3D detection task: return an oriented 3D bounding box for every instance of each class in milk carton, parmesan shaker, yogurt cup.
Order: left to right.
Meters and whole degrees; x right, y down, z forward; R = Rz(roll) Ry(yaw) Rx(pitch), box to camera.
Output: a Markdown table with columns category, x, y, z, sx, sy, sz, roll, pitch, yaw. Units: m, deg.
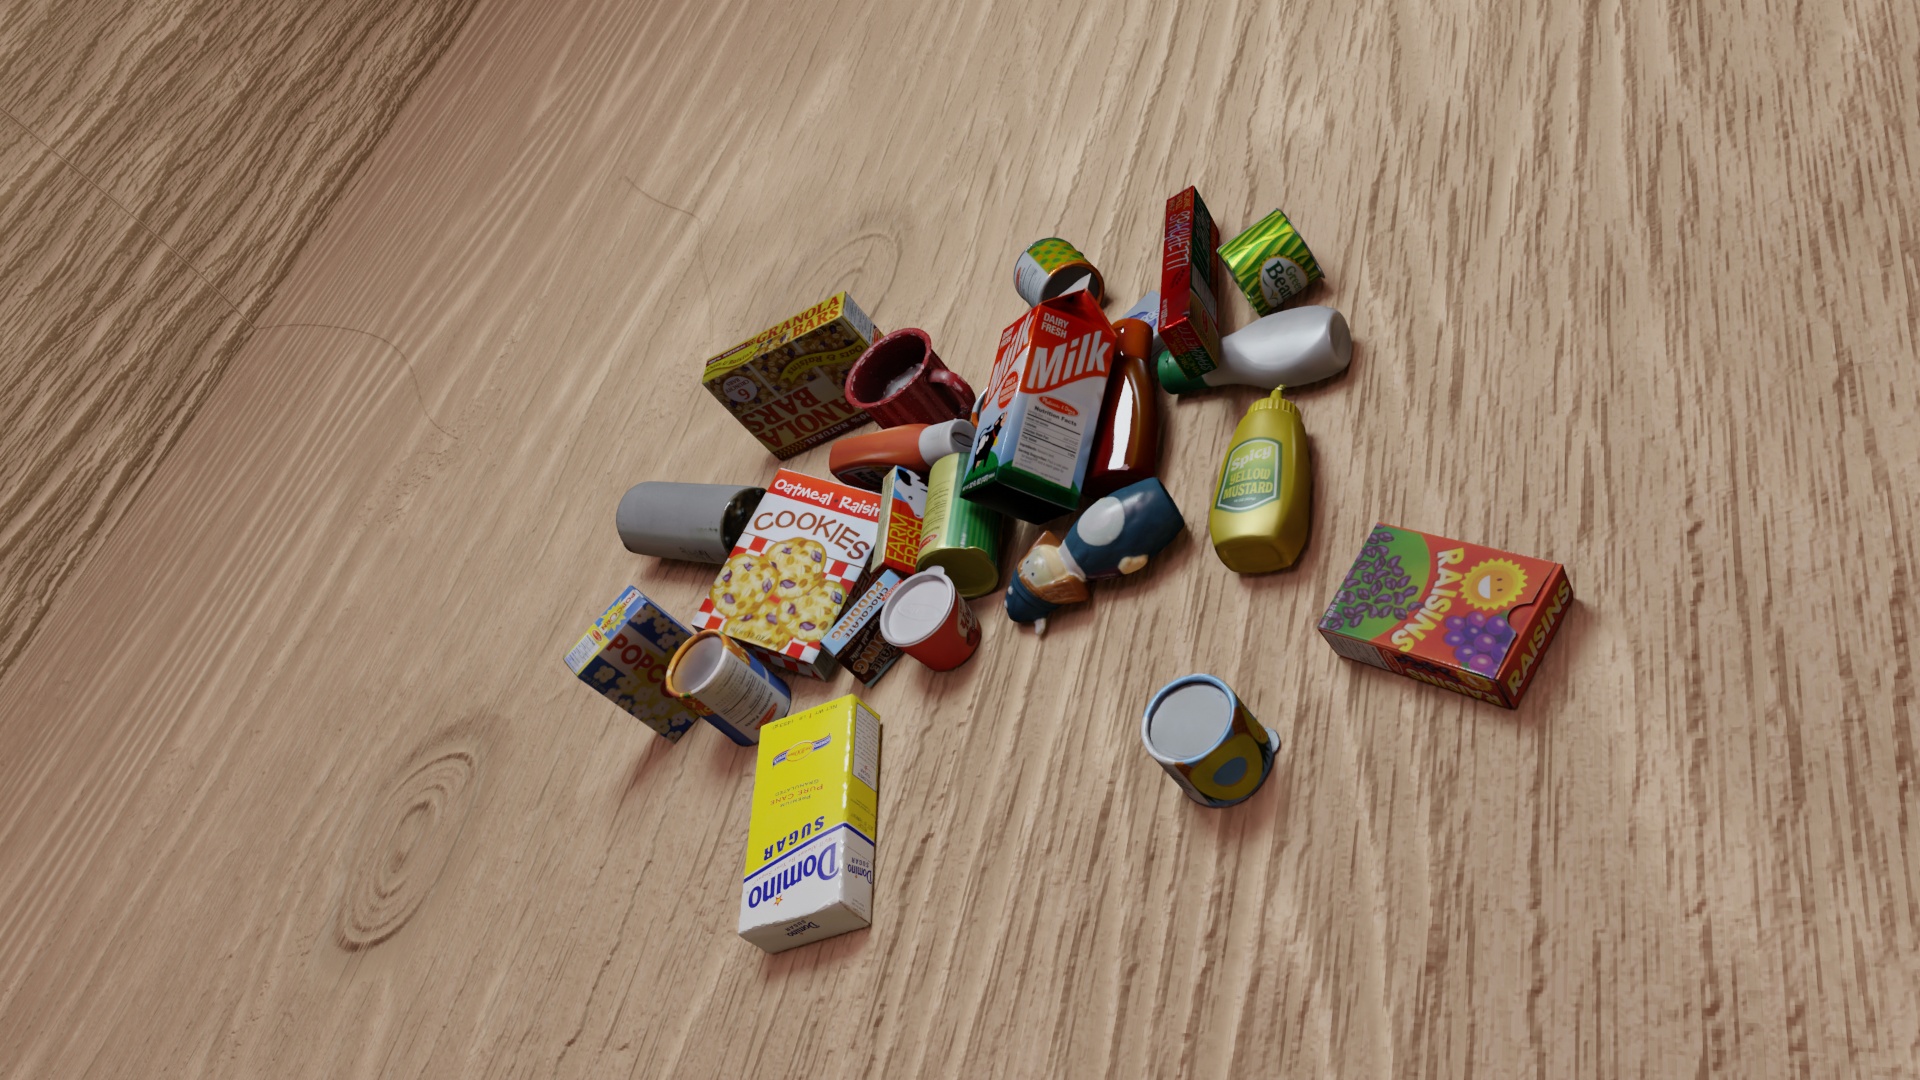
| category | x | y | z | sx | sy | sz | roll | pitch | yaw |
| --- | --- | --- | --- | --- | --- | --- | --- | --- | --- |
| yogurt cup | -0.021 | 0.065 | 1.081 | 0.072 | 0.053 | 0.073 | -23 | 43 | 23 |
| parmesan shaker | 0.004 | -0.014 | 1.122 | 0.071 | 0.071 | 0.103 | -18 | 45 | 28 |
| milk carton | 0.066 | -0.116 | 1.092 | 0.072 | 0.073 | 0.191 | -22 | 51 | 65 |

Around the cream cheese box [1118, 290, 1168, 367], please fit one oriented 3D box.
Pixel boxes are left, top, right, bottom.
| category | x | y | z | sx | sy | sz | roll | pitch | yaw |
| --- | --- | --- | --- | --- | --- | --- | --- | --- | --- |
| cream cheese box | 0.143 | -0.163 | 1.175 | 0.104 | 0.024 | 0.053 | -42 | 38 | 1 |

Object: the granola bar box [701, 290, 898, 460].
| category | x | y | z | sx | sy | sz | roll | pitch | yaw |
| --- | --- | --- | --- | --- | --- | --- | --- | --- | --- |
| granola bar box | -0.143 | -0.153 | 1.328 | 0.165 | 0.124 | 0.039 | -22 | 44 | 24 |

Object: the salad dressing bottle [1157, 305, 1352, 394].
| category | x | y | z | sx | sy | sz | roll | pitch | yaw |
| --- | --- | --- | --- | --- | --- | --- | --- | --- | --- |
| salad dressing bottle | 0.225 | -0.143 | 1.074 | 0.147 | 0.044 | 0.064 | -7 | 51 | 38 |

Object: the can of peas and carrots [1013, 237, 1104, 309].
| category | x | y | z | sx | sy | sz | roll | pitch | yaw |
| --- | --- | --- | --- | --- | --- | --- | --- | --- | --- |
| can of peas and carrots | 0.091 | -0.232 | 1.251 | 0.071 | 0.070 | 0.059 | -39 | 39 | 5 |

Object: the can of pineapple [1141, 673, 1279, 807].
| category | x | y | z | sx | sy | sz | roll | pitch | yaw |
| --- | --- | --- | --- | --- | --- | --- | --- | --- | --- |
| can of pineapple | 0.157 | 0.124 | 0.875 | 0.071 | 0.057 | 0.071 | -23 | 43 | 23 |

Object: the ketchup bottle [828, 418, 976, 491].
| category | x | y | z | sx | sy | sz | roll | pitch | yaw |
| --- | --- | --- | --- | --- | --- | --- | --- | --- | --- |
| ketchup bottle | -0.047 | -0.076 | 1.208 | 0.148 | 0.065 | 0.043 | -10 | 67 | 47 |

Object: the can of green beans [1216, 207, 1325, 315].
| category | x | y | z | sx | sy | sz | roll | pitch | yaw |
| --- | --- | --- | --- | --- | --- | --- | --- | --- | --- |
| can of green beans | 0.246 | -0.222 | 1.109 | 0.057 | 0.071 | 0.071 | -34 | 40 | 12 |

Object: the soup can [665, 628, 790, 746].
| category | x | y | z | sx | sy | sz | roll | pitch | yaw |
| --- | --- | --- | --- | --- | --- | --- | --- | --- | --- |
| soup can | -0.194 | 0.121 | 1.153 | 0.071 | 0.083 | 0.072 | -23 | 43 | 23 |

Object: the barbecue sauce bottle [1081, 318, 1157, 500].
| category | x | y | z | sx | sy | sz | roll | pitch | yaw |
| --- | --- | --- | --- | --- | --- | --- | --- | --- | --- |
| barbecue sauce bottle | 0.128 | -0.106 | 1.103 | 0.064 | 0.043 | 0.149 | -14 | 56 | 40 |

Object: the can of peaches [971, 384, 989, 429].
| category | x | y | z | sx | sy | sz | roll | pitch | yaw |
| --- | --- | --- | --- | --- | --- | --- | --- | --- | --- |
| can of peaches | 0.053 | -0.100 | 1.167 | 0.071 | 0.058 | 0.071 | -23 | 42 | 23 |

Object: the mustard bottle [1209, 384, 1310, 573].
| category | x | y | z | sx | sy | sz | roll | pitch | yaw |
| --- | --- | --- | --- | --- | --- | --- | --- | --- | --- |
| mustard bottle | 0.218 | -0.053 | 0.992 | 0.065 | 0.048 | 0.161 | -9 | 50 | 32 |

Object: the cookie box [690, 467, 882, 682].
| category | x | y | z | sx | sy | sz | roll | pitch | yaw |
| --- | --- | --- | --- | --- | --- | --- | --- | --- | --- |
| cookie box | -0.136 | 0.026 | 1.195 | 0.123 | 0.040 | 0.168 | 15 | 63 | 22 |

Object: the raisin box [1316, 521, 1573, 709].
| category | x | y | z | sx | sy | sz | roll | pitch | yaw |
| --- | --- | --- | --- | --- | --- | --- | --- | --- | --- |
| raisin box | 0.295 | 0.043 | 0.849 | 0.123 | 0.040 | 0.086 | 18 | 67 | 46 |

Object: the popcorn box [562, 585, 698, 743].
| category | x | y | z | sx | sy | sz | roll | pitch | yaw |
| --- | --- | --- | --- | --- | --- | --- | --- | --- | --- |
| popcorn box | -0.265 | 0.107 | 1.192 | 0.085 | 0.126 | 0.038 | -49 | 42 | -7 |

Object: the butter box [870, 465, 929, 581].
| category | x | y | z | sx | sy | sz | roll | pitch | yaw |
| --- | --- | --- | --- | --- | --- | --- | --- | --- | --- |
| butter box | -0.042 | -0.009 | 1.162 | 0.024 | 0.053 | 0.104 | -46 | 30 | 47 |

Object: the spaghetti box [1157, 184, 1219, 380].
| category | x | y | z | sx | sy | sz | roll | pitch | yaw |
| --- | --- | --- | --- | --- | --- | --- | --- | --- | --- |
| spaghetti box | 0.187 | -0.214 | 1.124 | 0.028 | 0.050 | 0.251 | -23 | 29 | 25 |

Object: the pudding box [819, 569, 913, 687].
| category | x | y | z | sx | sy | sz | roll | pitch | yaw |
| --- | --- | --- | --- | --- | --- | --- | --- | --- | --- |
| pudding box | -0.066 | 0.071 | 1.118 | 0.084 | 0.049 | 0.030 | -47 | 37 | -6 |
